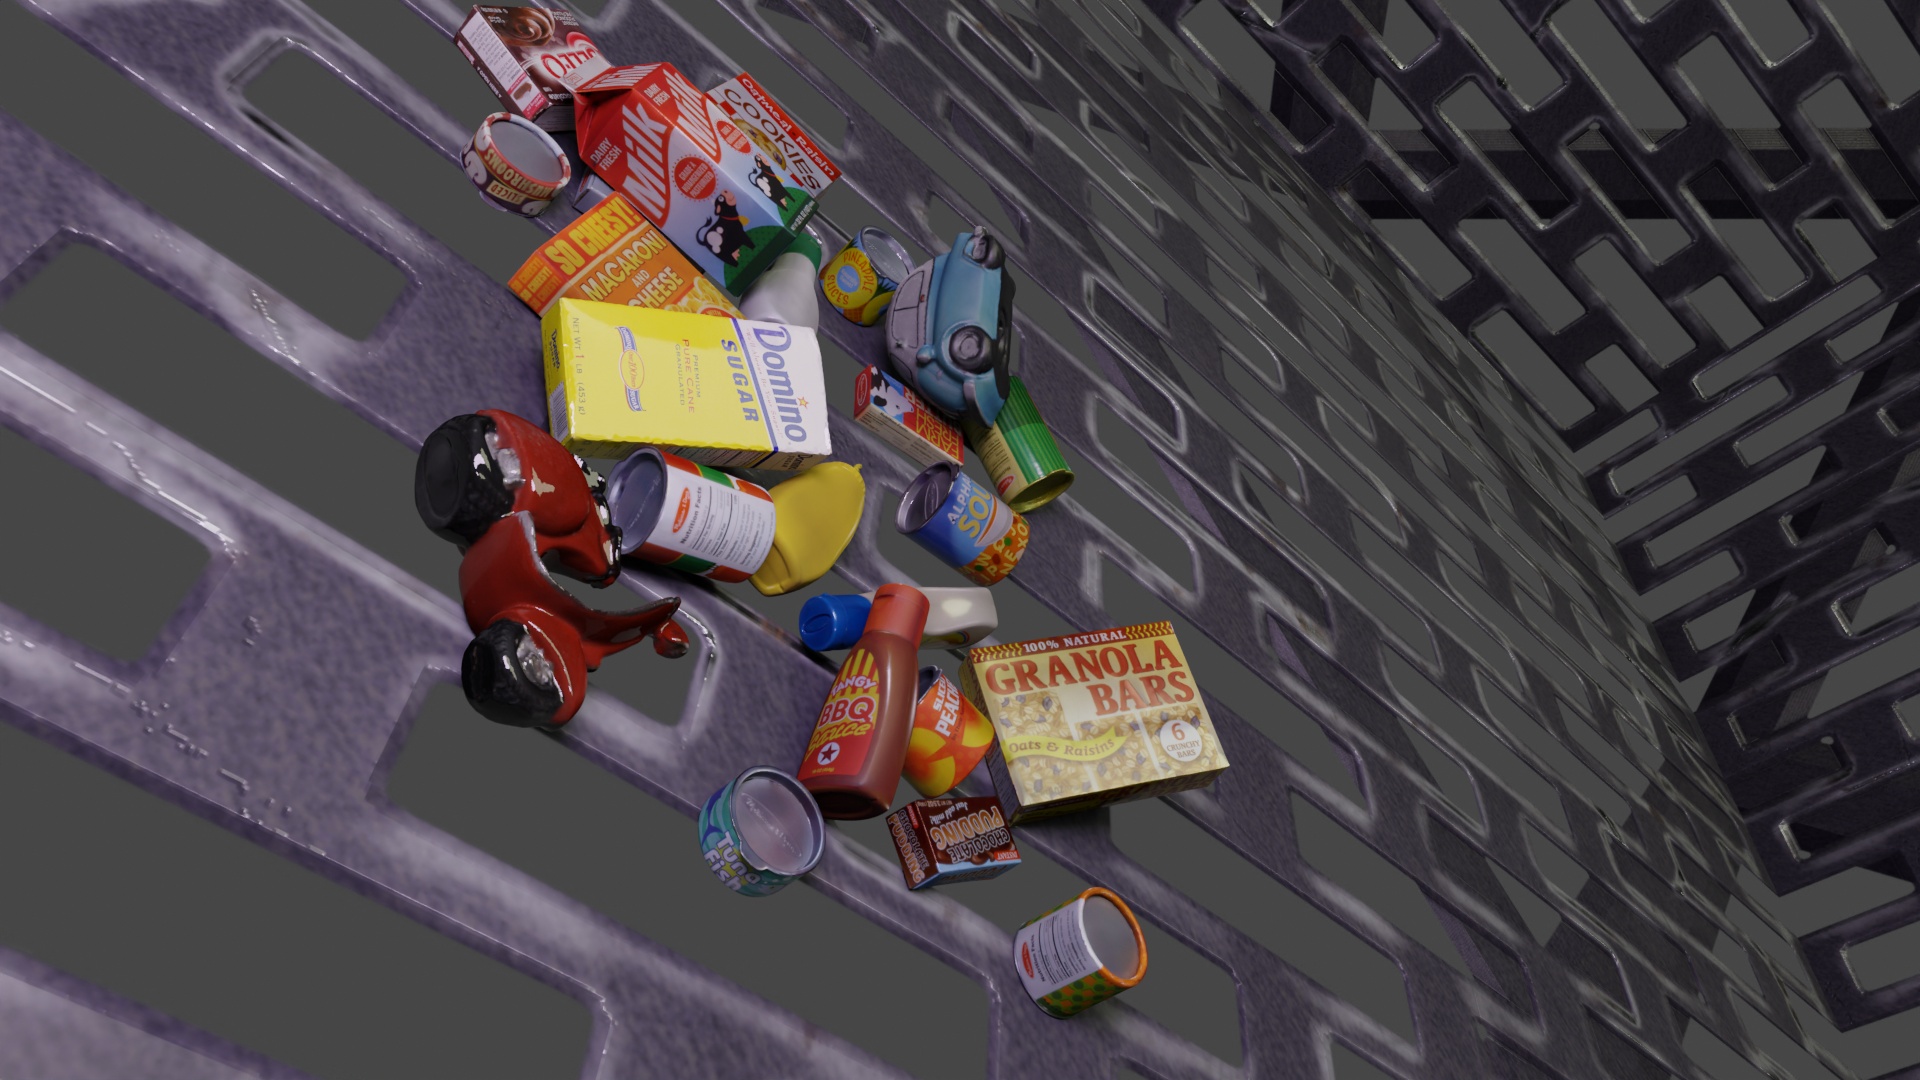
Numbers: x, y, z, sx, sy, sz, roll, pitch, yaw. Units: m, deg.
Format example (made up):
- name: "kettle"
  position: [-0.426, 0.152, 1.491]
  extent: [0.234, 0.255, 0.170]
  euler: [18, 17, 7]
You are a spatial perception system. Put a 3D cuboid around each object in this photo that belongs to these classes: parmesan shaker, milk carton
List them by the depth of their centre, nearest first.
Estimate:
- name: "milk carton"
  position: [-0.203, -0.276, 1.012]
  extent: [0.190, 0.073, 0.073]
  euler: [42, 31, -15]
- name: "parmesan shaker"
  position: [0.048, -0.085, 1.202]
  extent: [0.071, 0.071, 0.103]
  euler: [0, 58, -54]

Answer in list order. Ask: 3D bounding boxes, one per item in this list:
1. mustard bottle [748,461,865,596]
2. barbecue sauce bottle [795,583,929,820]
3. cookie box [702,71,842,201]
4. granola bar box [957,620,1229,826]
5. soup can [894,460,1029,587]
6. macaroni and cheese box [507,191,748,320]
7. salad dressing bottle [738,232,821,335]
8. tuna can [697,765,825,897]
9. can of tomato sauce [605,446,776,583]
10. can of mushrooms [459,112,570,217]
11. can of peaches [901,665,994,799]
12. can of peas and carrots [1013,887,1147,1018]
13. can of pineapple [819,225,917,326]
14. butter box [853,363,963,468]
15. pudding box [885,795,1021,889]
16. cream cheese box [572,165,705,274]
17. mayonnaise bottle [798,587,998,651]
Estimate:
- name: "mustard bottle"
  position: [-0.100, -0.018, 0.953]
  extent: [0.065, 0.048, 0.161]
  euler: [61, 27, -13]
- name: "barbecue sauce bottle"
  position: [-0.053, 0.096, 0.849]
  extent: [0.043, 0.064, 0.149]
  euler: [47, 45, -35]
- name: "cookie box"
  position: [-0.181, -0.321, 1.173]
  extent: [0.123, 0.040, 0.168]
  euler: [46, 32, -11]
- name: "granola bar box"
  position: [0.094, 0.129, 1.001]
  extent: [0.166, 0.038, 0.124]
  euler: [-6, 59, -23]
- name: "soup can"
  position: [0.004, -0.013, 1.068]
  extent: [0.083, 0.071, 0.072]
  euler: [35, 34, -27]
- name: "macaroni and cheese box"
  position: [-0.210, -0.148, 0.951]
  extent: [0.166, 0.040, 0.124]
  euler: [44, 32, -14]
- name: "salad dressing bottle"
  position: [-0.137, -0.195, 1.096]
  extent: [0.064, 0.044, 0.148]
  euler: [43, 30, -25]
- name: "tuna can"
  position: [-0.111, 0.162, 0.766]
  extent: [0.071, 0.032, 0.071]
  euler: [34, 35, -28]
- name: "can of tomato sauce"
  position: [-0.166, -0.014, 0.848]
  extent: [0.083, 0.071, 0.071]
  euler: [20, 43, -43]
- name: "can of mushrooms"
  position: [-0.303, -0.255, 0.946]
  extent: [0.071, 0.033, 0.071]
  euler: [35, 34, -28]
- name: "can of peaches"
  position: [-0.018, 0.123, 0.895]
  extent: [0.058, 0.071, 0.071]
  euler: [47, 31, -11]
- name: "can of peas and carrots"
  position: [0.079, 0.264, 0.891]
  extent: [0.071, 0.058, 0.071]
  euler: [34, 35, -28]
- name: "can of pineapple"
  position: [-0.080, -0.226, 1.192]
  extent: [0.071, 0.057, 0.071]
  euler: [34, 35, -28]
- name: "butter box"
  position: [-0.042, -0.097, 1.140]
  extent: [0.103, 0.024, 0.053]
  euler: [32, 36, -30]
- name: "pudding box"
  position: [-0.004, 0.191, 0.883]
  extent: [0.084, 0.030, 0.050]
  euler: [10, 51, -49]
- name: "cream cheese box"
  position: [-0.233, -0.239, 1.031]
  extent: [0.103, 0.024, 0.054]
  euler: [33, 36, -29]
- name: "mayonnaise bottle"
  position: [-0.043, 0.055, 0.945]
  extent: [0.148, 0.064, 0.041]
  euler: [1, 69, -48]
